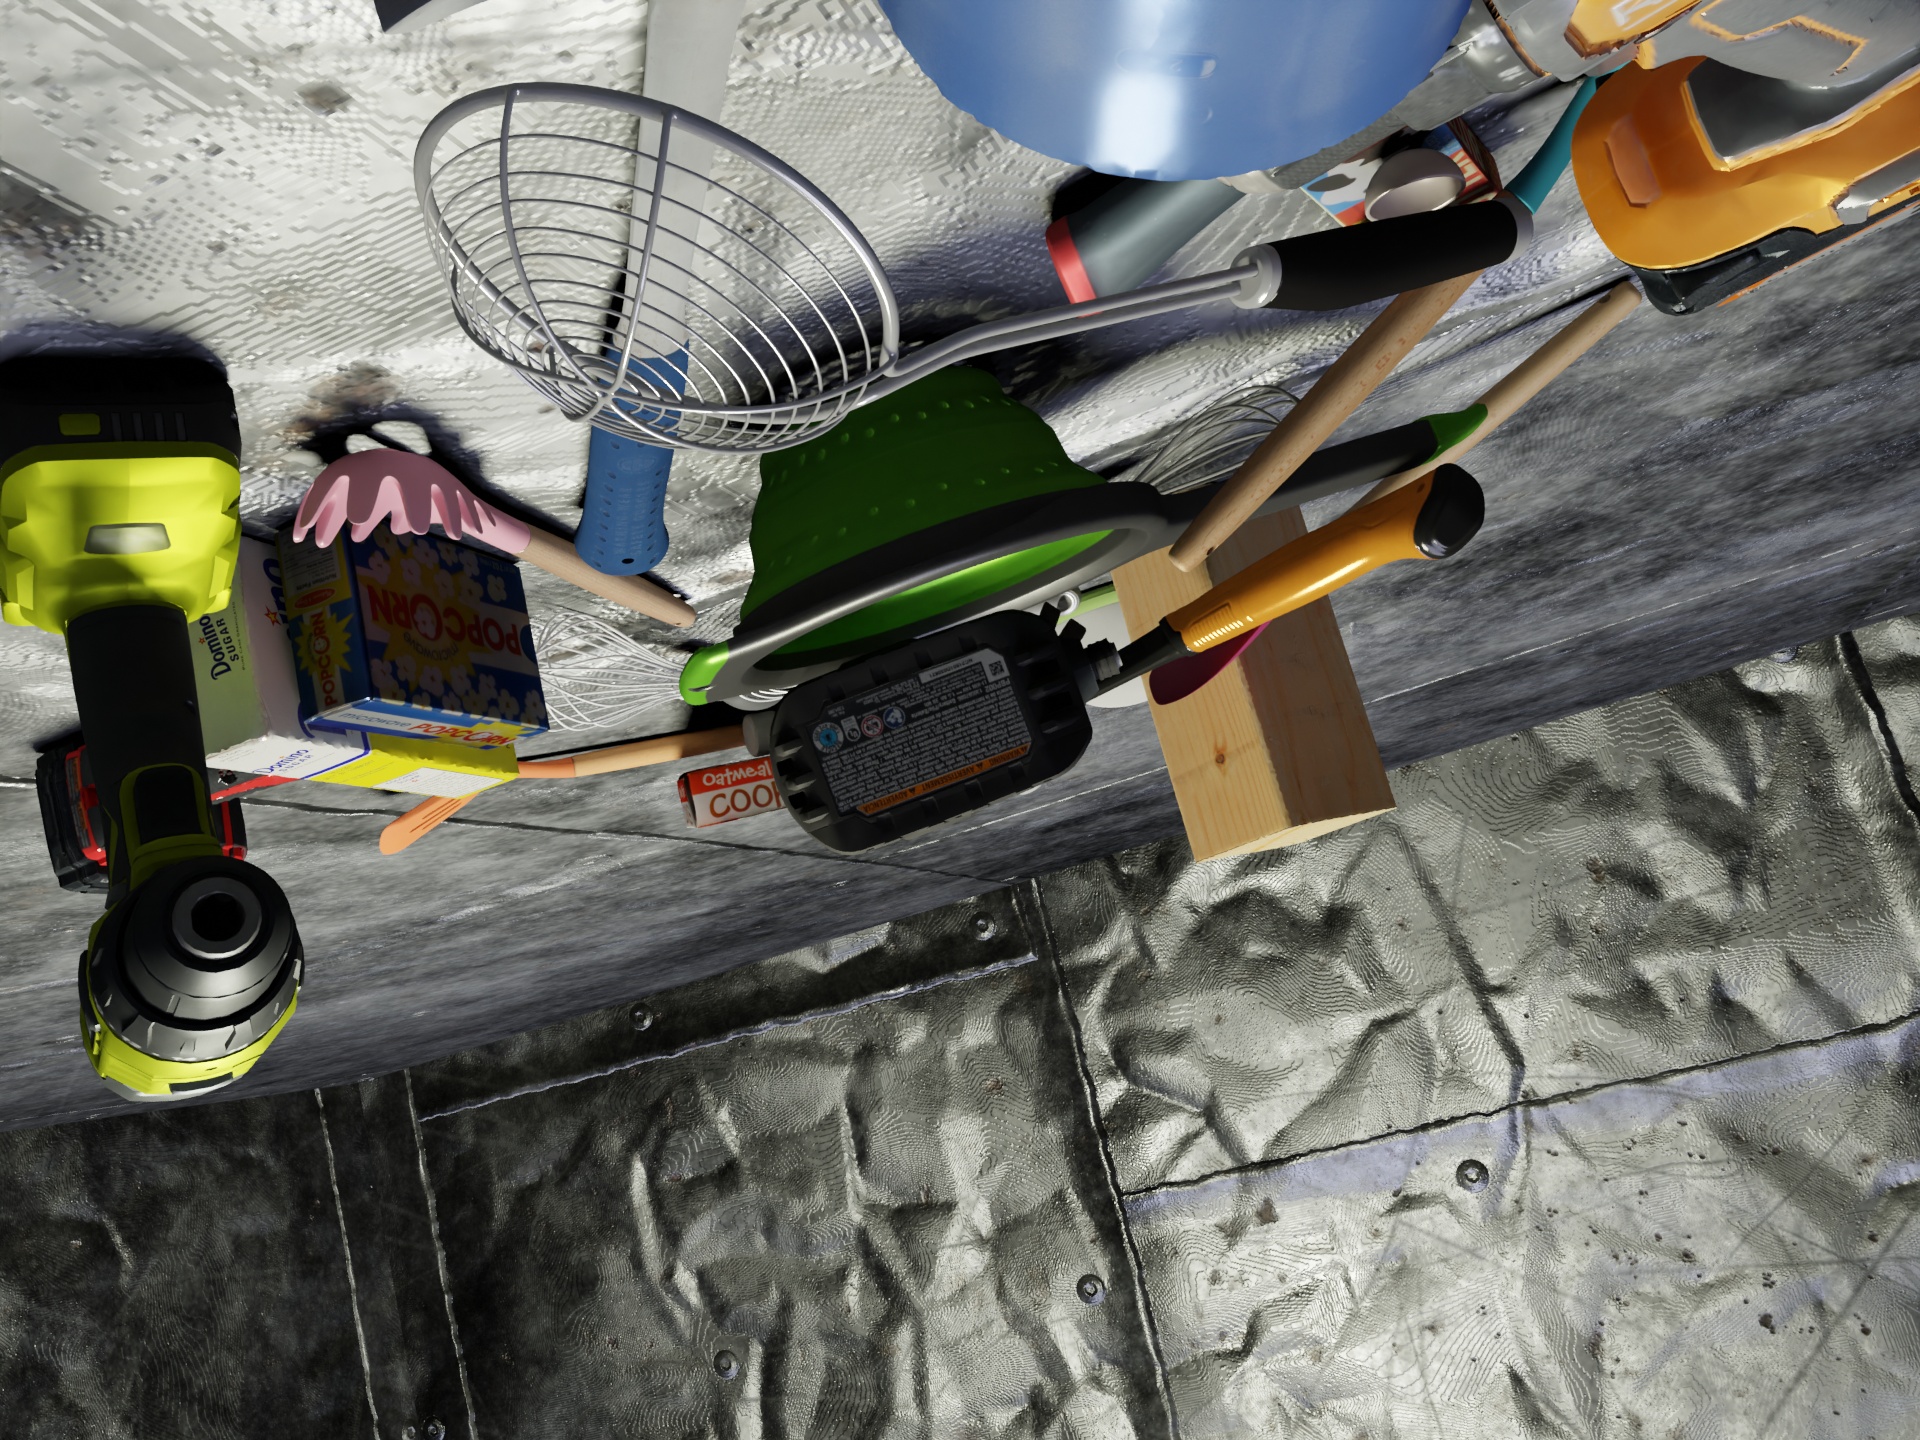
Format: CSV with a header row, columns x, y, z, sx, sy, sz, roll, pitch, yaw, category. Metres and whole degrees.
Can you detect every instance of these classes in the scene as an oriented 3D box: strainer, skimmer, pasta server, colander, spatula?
x,y,z,sx,sy,sz,roll,pitch,yaw,category
0.076,-0.030,1.162,0.256,0.069,0.151,-24,165,29,strainer
0.031,-0.149,0.473,0.363,0.090,0.127,-19,175,-28,skimmer
-0.191,-0.070,0.732,0.060,0.040,0.316,-2,172,14,pasta server
0.053,-0.115,0.709,0.397,0.094,0.204,-19,176,-16,colander
0.196,-0.167,0.593,0.317,0.044,0.082,-47,159,18,spatula
-0.251,0.037,1.138,0.322,0.041,0.081,-11,167,-22,spatula

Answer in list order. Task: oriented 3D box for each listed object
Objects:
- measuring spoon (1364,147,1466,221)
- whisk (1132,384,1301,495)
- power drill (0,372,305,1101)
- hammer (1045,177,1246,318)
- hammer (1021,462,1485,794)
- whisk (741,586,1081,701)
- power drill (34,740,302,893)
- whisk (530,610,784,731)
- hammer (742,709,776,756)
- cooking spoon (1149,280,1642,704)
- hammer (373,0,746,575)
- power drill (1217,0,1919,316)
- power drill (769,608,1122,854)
x,y,z,sx,sy,sz,roll,pitch,yaw,category
0.154,-0.183,0.593,0.034,0.018,0.124,-11,175,-2,measuring spoon
0.087,-0.118,0.852,0.239,0.055,0.055,-20,168,42,whisk
-0.266,0.006,0.525,0.080,0.229,0.190,-8,166,-31,power drill
0.167,-0.227,0.462,0.143,0.038,0.386,-7,166,-39,hammer
0.135,-0.059,0.844,0.034,0.127,0.337,33,147,-22,hammer
-0.031,-0.055,0.981,0.246,0.059,0.057,-14,125,-25,whisk
-0.368,0.024,0.863,0.219,0.079,0.143,-21,167,14,power drill
-0.175,-0.025,0.932,0.070,0.070,0.284,-19,172,19,whisk
-0.030,-0.016,1.039,0.146,0.035,0.335,-11,178,-23,hammer
0.221,-0.114,0.838,0.017,0.069,0.319,40,111,-24,cooking spoon
-0.111,-0.136,0.539,0.144,0.035,0.405,-11,167,-18,hammer
0.184,-0.178,0.430,0.185,0.084,0.226,-24,163,35,power drill
-0.001,-0.002,0.775,0.171,0.080,0.223,-21,-179,5,power drill
